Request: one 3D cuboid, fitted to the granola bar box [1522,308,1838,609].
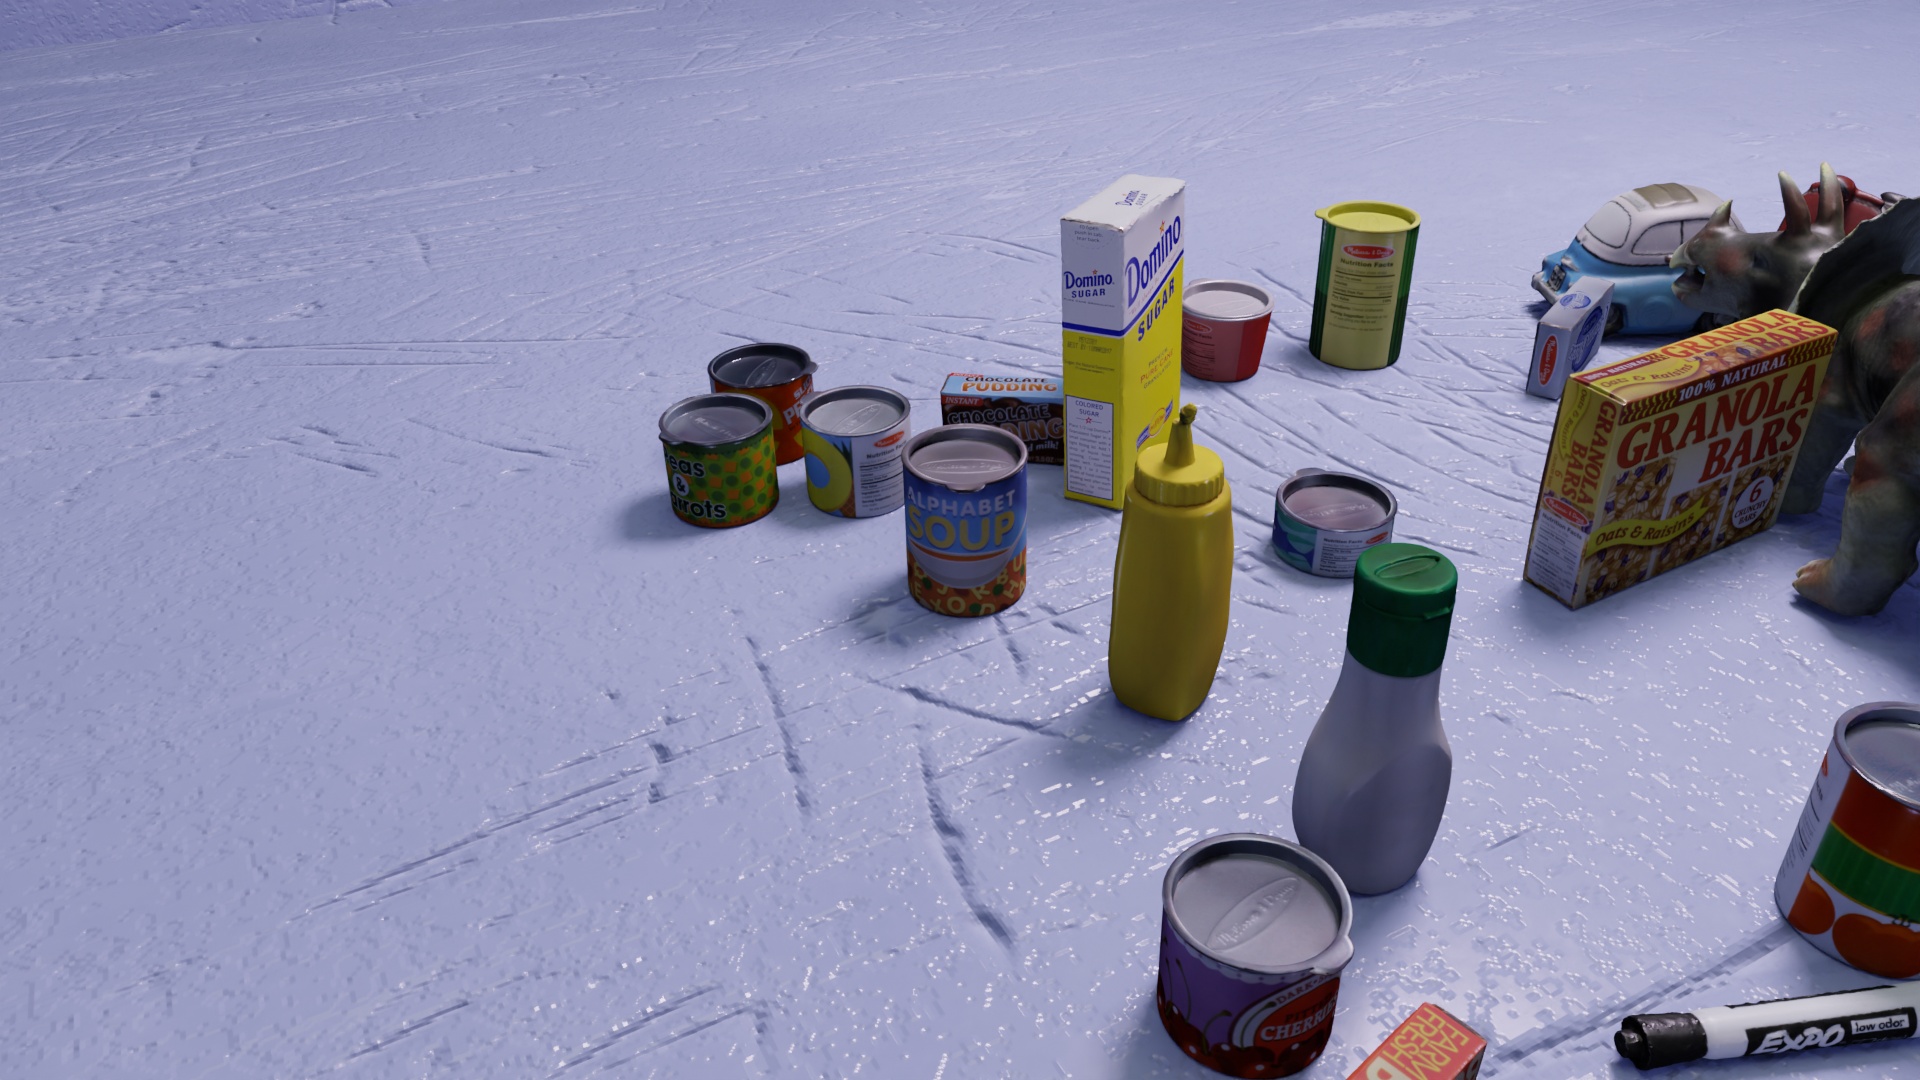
[{"bbox_3d":[0.383,-0.045,0.745,0.166,0.123,0.039,-17,35,-23],"label":"granola bar box"}]

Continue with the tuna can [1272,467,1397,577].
[{"bbox_3d":[0.208,-0.011,0.782,0.071,0.032,0.071,-1,32,1],"label":"tuna can"}]

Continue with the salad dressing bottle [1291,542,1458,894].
[{"bbox_3d":[0.166,0.071,0.545,0.064,0.146,0.044,-13,34,-18],"label":"salad dressing bottle"}]

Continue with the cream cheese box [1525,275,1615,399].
[{"bbox_3d":[0.422,-0.142,0.963,0.024,0.053,0.104,20,38,31],"label":"cream cheese box"}]

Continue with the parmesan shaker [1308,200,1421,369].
[{"bbox_3d":[0.282,-0.181,0.985,0.071,0.102,0.071,-1,32,1],"label":"parmesan shaker"}]

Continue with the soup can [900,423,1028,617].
[{"bbox_3d":[0.003,-0.009,0.739,0.071,0.083,0.072,-1,32,1],"label":"soup can"}]

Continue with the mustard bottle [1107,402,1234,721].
[{"bbox_3d":[0.098,0.006,0.640,0.049,0.159,0.066,15,35,25],"label":"mustard bottle"}]

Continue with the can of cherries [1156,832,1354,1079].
[{"bbox_3d":[0.106,0.152,0.503,0.071,0.058,0.072,-1,32,1],"label":"can of cherries"}]

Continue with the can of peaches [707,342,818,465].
[{"bbox_3d":[-0.124,-0.087,0.893,0.071,0.057,0.071,-1,32,1],"label":"can of peaches"}]

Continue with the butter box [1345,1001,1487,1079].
[{"bbox_3d":[0.125,0.196,0.437,0.104,0.052,0.024,-27,40,-34],"label":"butter box"}]

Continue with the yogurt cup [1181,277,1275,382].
[{"bbox_3d":[0.185,-0.147,0.980,0.072,0.053,0.073,-1,32,1],"label":"yogurt cup"}]

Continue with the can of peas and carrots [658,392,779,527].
[{"bbox_3d":[-0.145,-0.047,0.829,0.071,0.058,0.071,-1,32,1],"label":"can of peas and carrots"}]

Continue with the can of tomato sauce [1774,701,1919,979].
[{"bbox_3d":[0.359,0.115,0.528,0.071,0.082,0.071,-1,32,1],"label":"can of tomato sauce"}]

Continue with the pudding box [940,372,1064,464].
[{"bbox_3d":[0.031,-0.078,0.879,0.084,0.049,0.030,4,32,9],"label":"pudding box"}]

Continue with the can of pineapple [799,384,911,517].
[{"bbox_3d":[-0.063,-0.055,0.839,0.071,0.057,0.071,-1,32,1],"label":"can of pineapple"}]
